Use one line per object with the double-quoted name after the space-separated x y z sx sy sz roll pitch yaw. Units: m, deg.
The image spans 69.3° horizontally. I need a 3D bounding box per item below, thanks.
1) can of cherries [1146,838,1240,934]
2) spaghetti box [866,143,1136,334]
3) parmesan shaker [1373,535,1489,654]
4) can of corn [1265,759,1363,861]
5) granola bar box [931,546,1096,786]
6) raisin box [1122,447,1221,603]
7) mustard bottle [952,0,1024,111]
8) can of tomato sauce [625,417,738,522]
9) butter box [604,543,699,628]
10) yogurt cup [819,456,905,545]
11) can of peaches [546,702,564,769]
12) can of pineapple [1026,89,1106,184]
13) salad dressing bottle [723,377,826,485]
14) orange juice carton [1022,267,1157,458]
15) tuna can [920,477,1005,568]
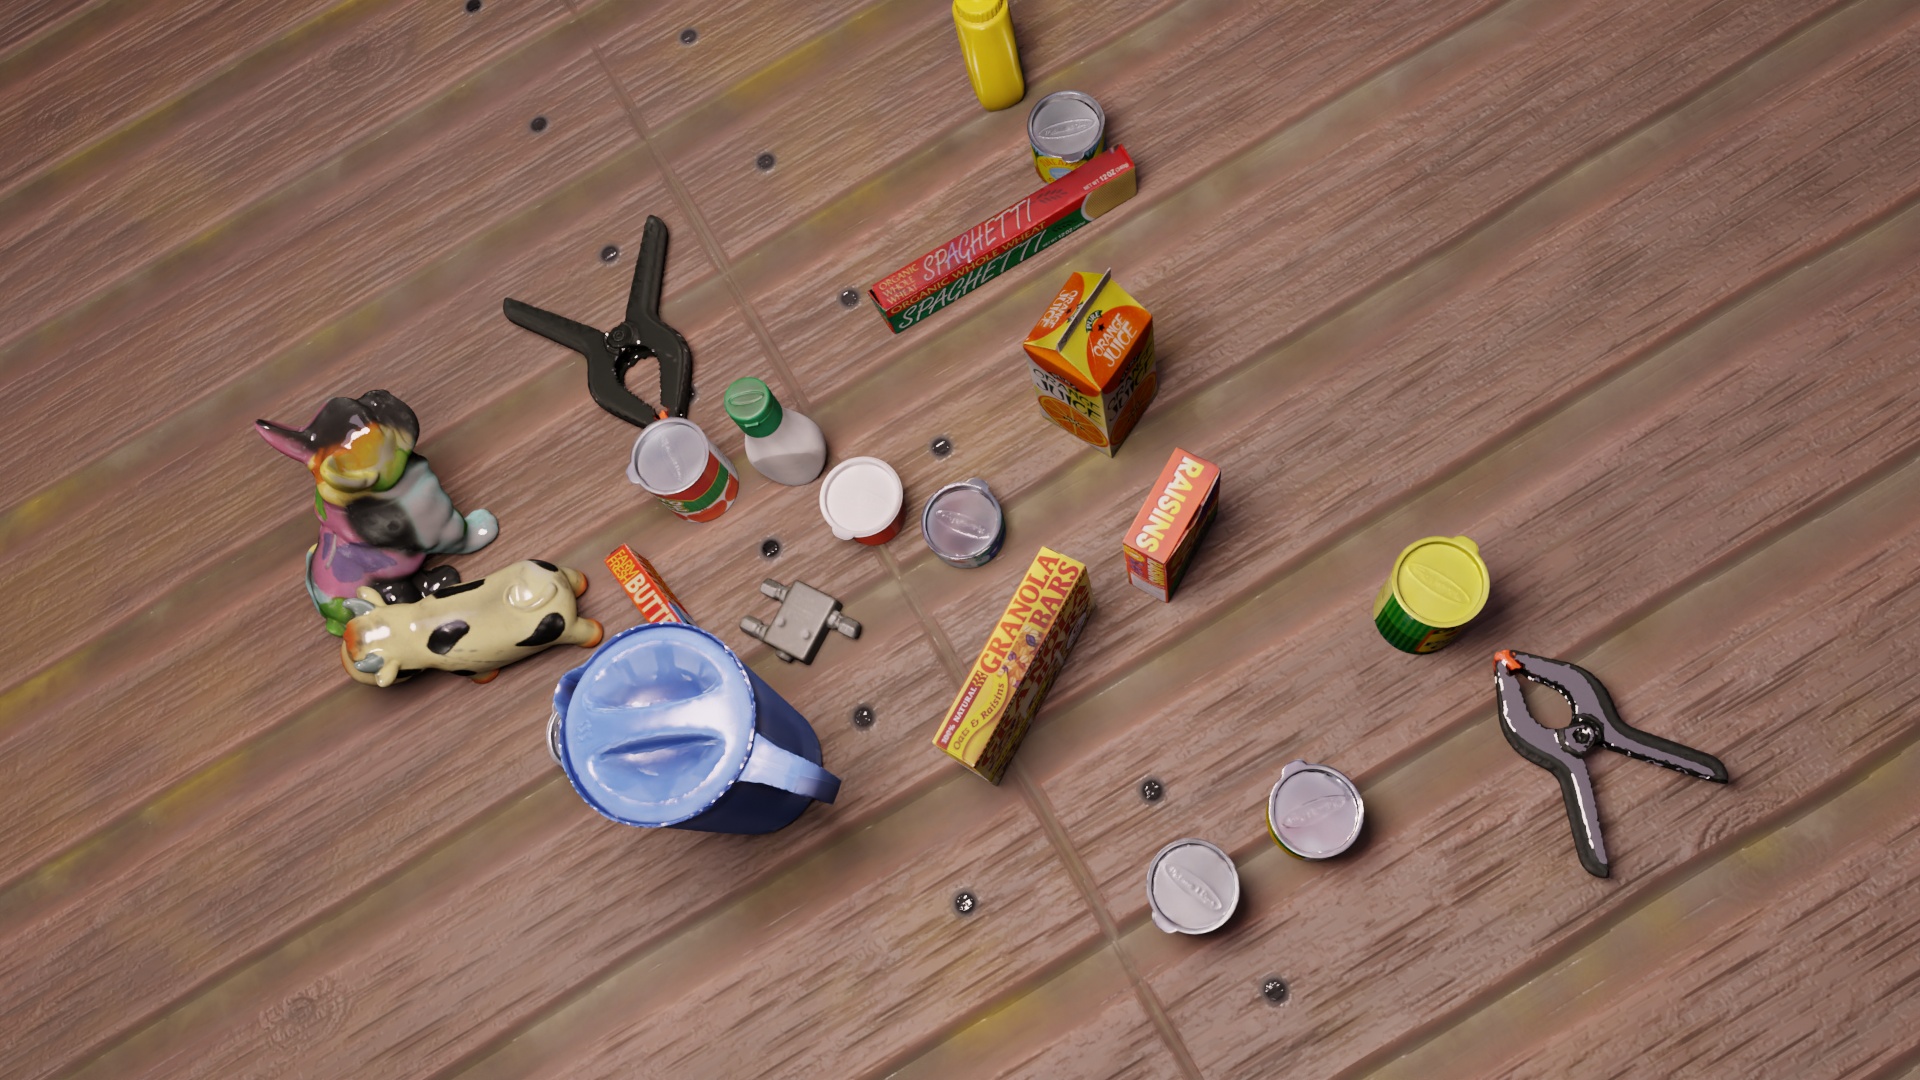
0.167 0.254 1.011 0.071 0.058 0.071 -3 73 8 "can of cherries"
0.038 -0.257 1.192 0.250 0.050 0.029 -30 71 -1 "spaghetti box"
0.347 0.041 1.023 0.071 0.103 0.071 -3 73 9 "parmesan shaker"
0.256 0.197 1.014 0.071 0.058 0.071 -3 73 8 "can of corn"
0.043 0.096 1.044 0.039 0.124 0.166 27 79 16 "granola bar box"
0.161 -0.009 1.058 0.040 0.123 0.086 29 80 16 "raisin box"
0.022 -0.435 1.190 0.049 0.160 0.065 -18 72 4 "mustard bottle"
-0.230 -0.056 1.156 0.071 0.083 0.071 -3 73 9 "can of tomato sauce"
-0.248 0.052 1.142 0.024 0.053 0.104 -40 71 -3 "butter box"
-0.076 -0.029 1.139 0.072 0.054 0.072 -3 73 8 "yogurt cup"
-0.290 0.156 1.114 0.071 0.058 0.071 -3 73 8 "can of peaches"
0.093 -0.345 1.206 0.071 0.057 0.071 -3 73 8 "can of pineapple"
-0.150 -0.087 1.119 0.064 0.147 0.044 -10 73 6 "salad dressing bottle"
0.102 -0.140 1.071 0.073 0.192 0.072 33 81 17 "orange juice carton"
0.004 -0.014 1.132 0.071 0.032 0.071 -3 73 8 "tuna can"
